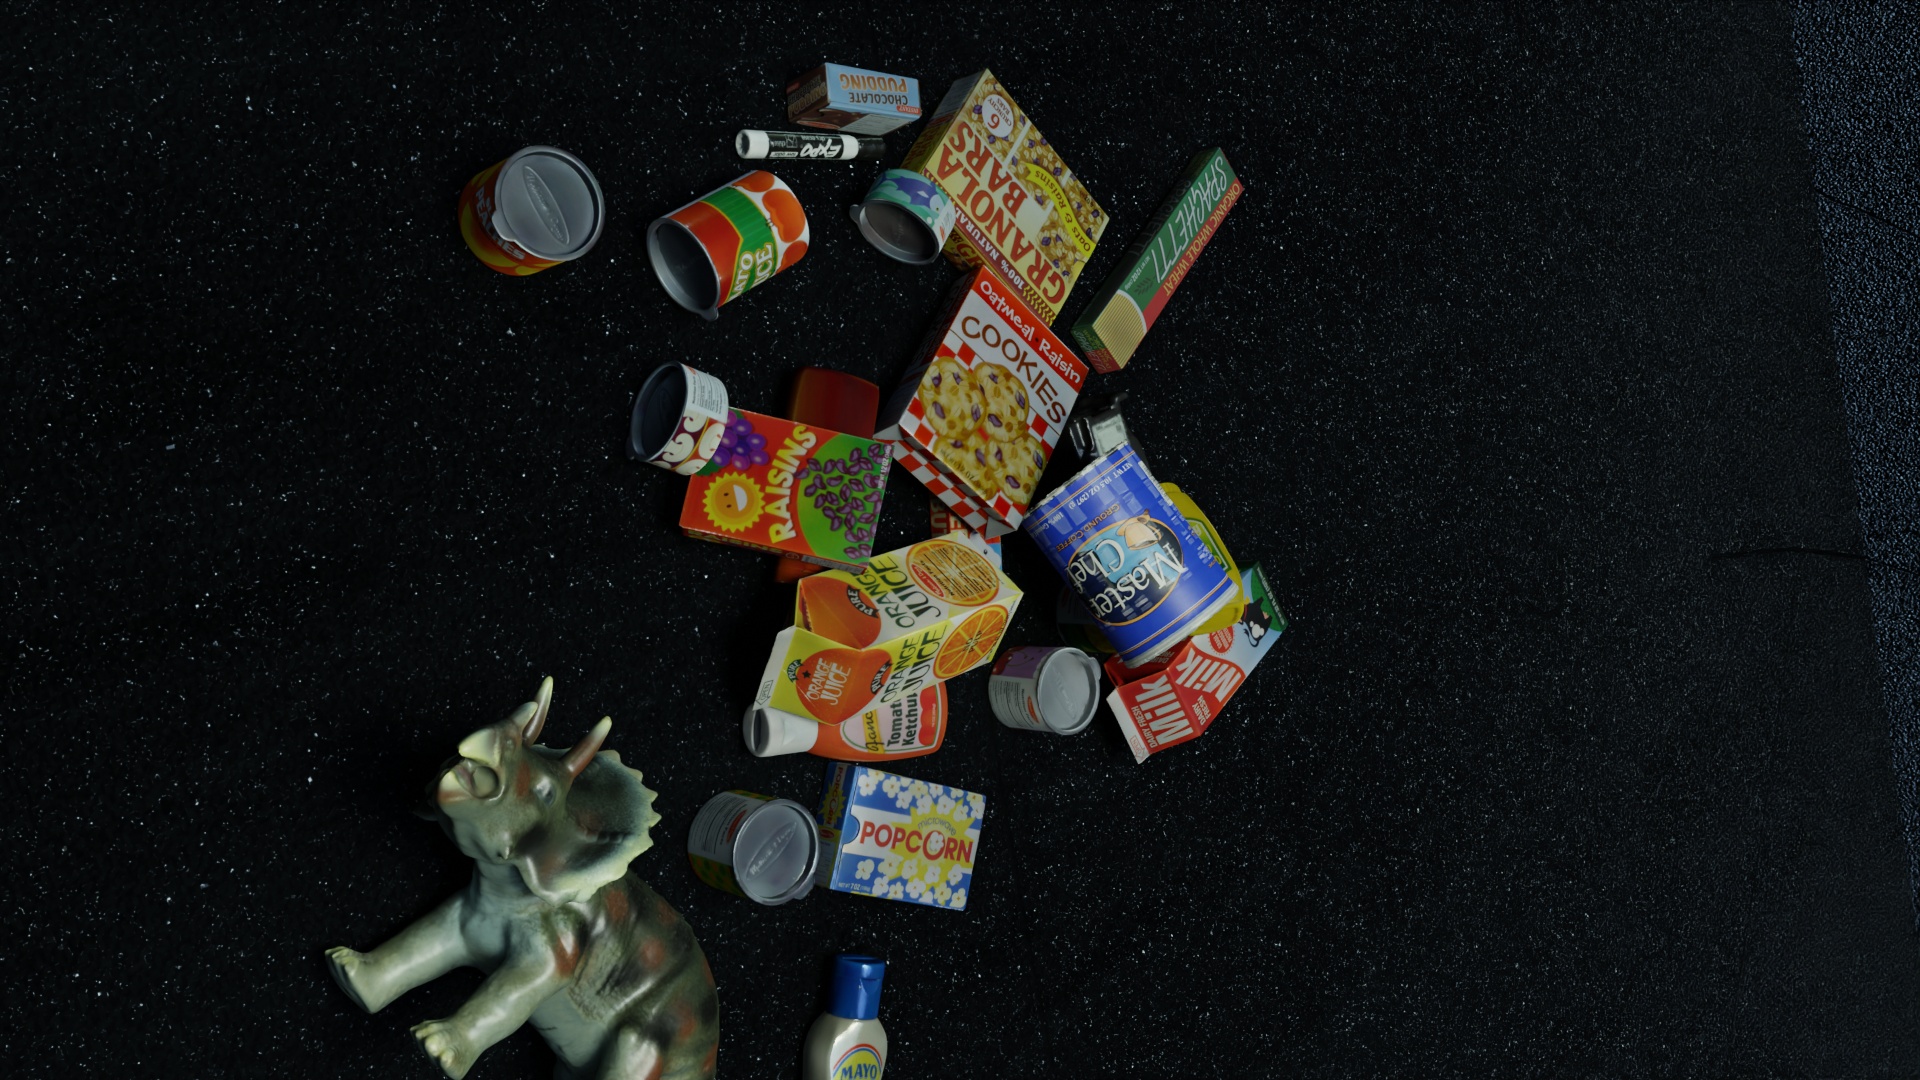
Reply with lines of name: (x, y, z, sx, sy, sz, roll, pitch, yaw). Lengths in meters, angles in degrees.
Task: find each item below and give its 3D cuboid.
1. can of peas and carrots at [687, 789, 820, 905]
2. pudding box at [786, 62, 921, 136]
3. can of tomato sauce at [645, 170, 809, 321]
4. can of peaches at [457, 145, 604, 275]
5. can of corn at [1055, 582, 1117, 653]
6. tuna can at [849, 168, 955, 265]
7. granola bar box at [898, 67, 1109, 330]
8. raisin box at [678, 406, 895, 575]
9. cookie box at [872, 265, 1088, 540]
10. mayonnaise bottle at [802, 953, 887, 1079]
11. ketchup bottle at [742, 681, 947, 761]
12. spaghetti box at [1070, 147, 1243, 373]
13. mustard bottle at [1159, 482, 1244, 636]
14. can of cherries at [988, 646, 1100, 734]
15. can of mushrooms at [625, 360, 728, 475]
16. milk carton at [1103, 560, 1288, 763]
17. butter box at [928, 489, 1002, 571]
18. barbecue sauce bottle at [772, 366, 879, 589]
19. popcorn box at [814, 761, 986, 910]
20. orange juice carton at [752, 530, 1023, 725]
can of peas and carrots: (-0.132, 0.199, 0.899, 0.071, 0.058, 0.071, 1, 88, -41)
pudding box: (-0.074, -0.309, 0.976, 0.084, 0.049, 0.030, -6, 91, -41)
can of tomato sauce: (-0.148, -0.191, 0.896, 0.083, 0.071, 0.071, -40, 114, -35)
can of peaches: (-0.253, -0.191, 0.811, 0.071, 0.058, 0.071, 1, 89, -41)
can of corn: (0.122, 0.059, 1.125, 0.071, 0.058, 0.071, 2, 88, -41)
tuna can: (-0.041, -0.232, 0.994, 0.071, 0.071, 0.033, 42, 62, -32)
granola bar box: (0.033, -0.259, 1.074, 0.165, 0.039, 0.125, 43, 62, -31)
raisin box: (-0.112, -0.033, 0.901, 0.123, 0.040, 0.086, 13, 81, -8)
cookie box: (0.018, -0.104, 1.032, 0.123, 0.040, 0.168, 41, 54, -24)
mayonnaise bottle: (-0.080, 0.361, 0.948, 0.065, 0.041, 0.148, 15, 79, -38)
ketchup bottle: (-0.078, 0.123, 0.959, 0.149, 0.043, 0.064, -1, 96, -40)
spaghetti box: (0.174, -0.247, 1.203, 0.050, 0.028, 0.251, 51, 58, -28)
mustard bottle: (0.180, 0.001, 1.152, 0.065, 0.048, 0.161, -15, 57, -10)
can of cherries: (0.066, 0.114, 1.075, 0.071, 0.058, 0.071, 3, 86, -40)
can of mushrooms: (-0.178, -0.075, 0.869, 0.033, 0.071, 0.071, 20, 76, -40)
milk carton: (0.190, 0.100, 1.172, 0.191, 0.073, 0.072, -43, 115, -33)
butter box: (0.004, -0.013, 1.048, 0.053, 0.024, 0.103, -4, 91, -41)
barbecue sauce bottle: (-0.098, -0.041, 0.949, 0.065, 0.043, 0.148, 14, 80, -27)
popcorn box: (-0.044, 0.211, 0.988, 0.126, 0.038, 0.085, 21, 76, -39)
orange juice carton: (-0.056, 0.061, 0.939, 0.193, 0.073, 0.071, -18, 142, -42)
